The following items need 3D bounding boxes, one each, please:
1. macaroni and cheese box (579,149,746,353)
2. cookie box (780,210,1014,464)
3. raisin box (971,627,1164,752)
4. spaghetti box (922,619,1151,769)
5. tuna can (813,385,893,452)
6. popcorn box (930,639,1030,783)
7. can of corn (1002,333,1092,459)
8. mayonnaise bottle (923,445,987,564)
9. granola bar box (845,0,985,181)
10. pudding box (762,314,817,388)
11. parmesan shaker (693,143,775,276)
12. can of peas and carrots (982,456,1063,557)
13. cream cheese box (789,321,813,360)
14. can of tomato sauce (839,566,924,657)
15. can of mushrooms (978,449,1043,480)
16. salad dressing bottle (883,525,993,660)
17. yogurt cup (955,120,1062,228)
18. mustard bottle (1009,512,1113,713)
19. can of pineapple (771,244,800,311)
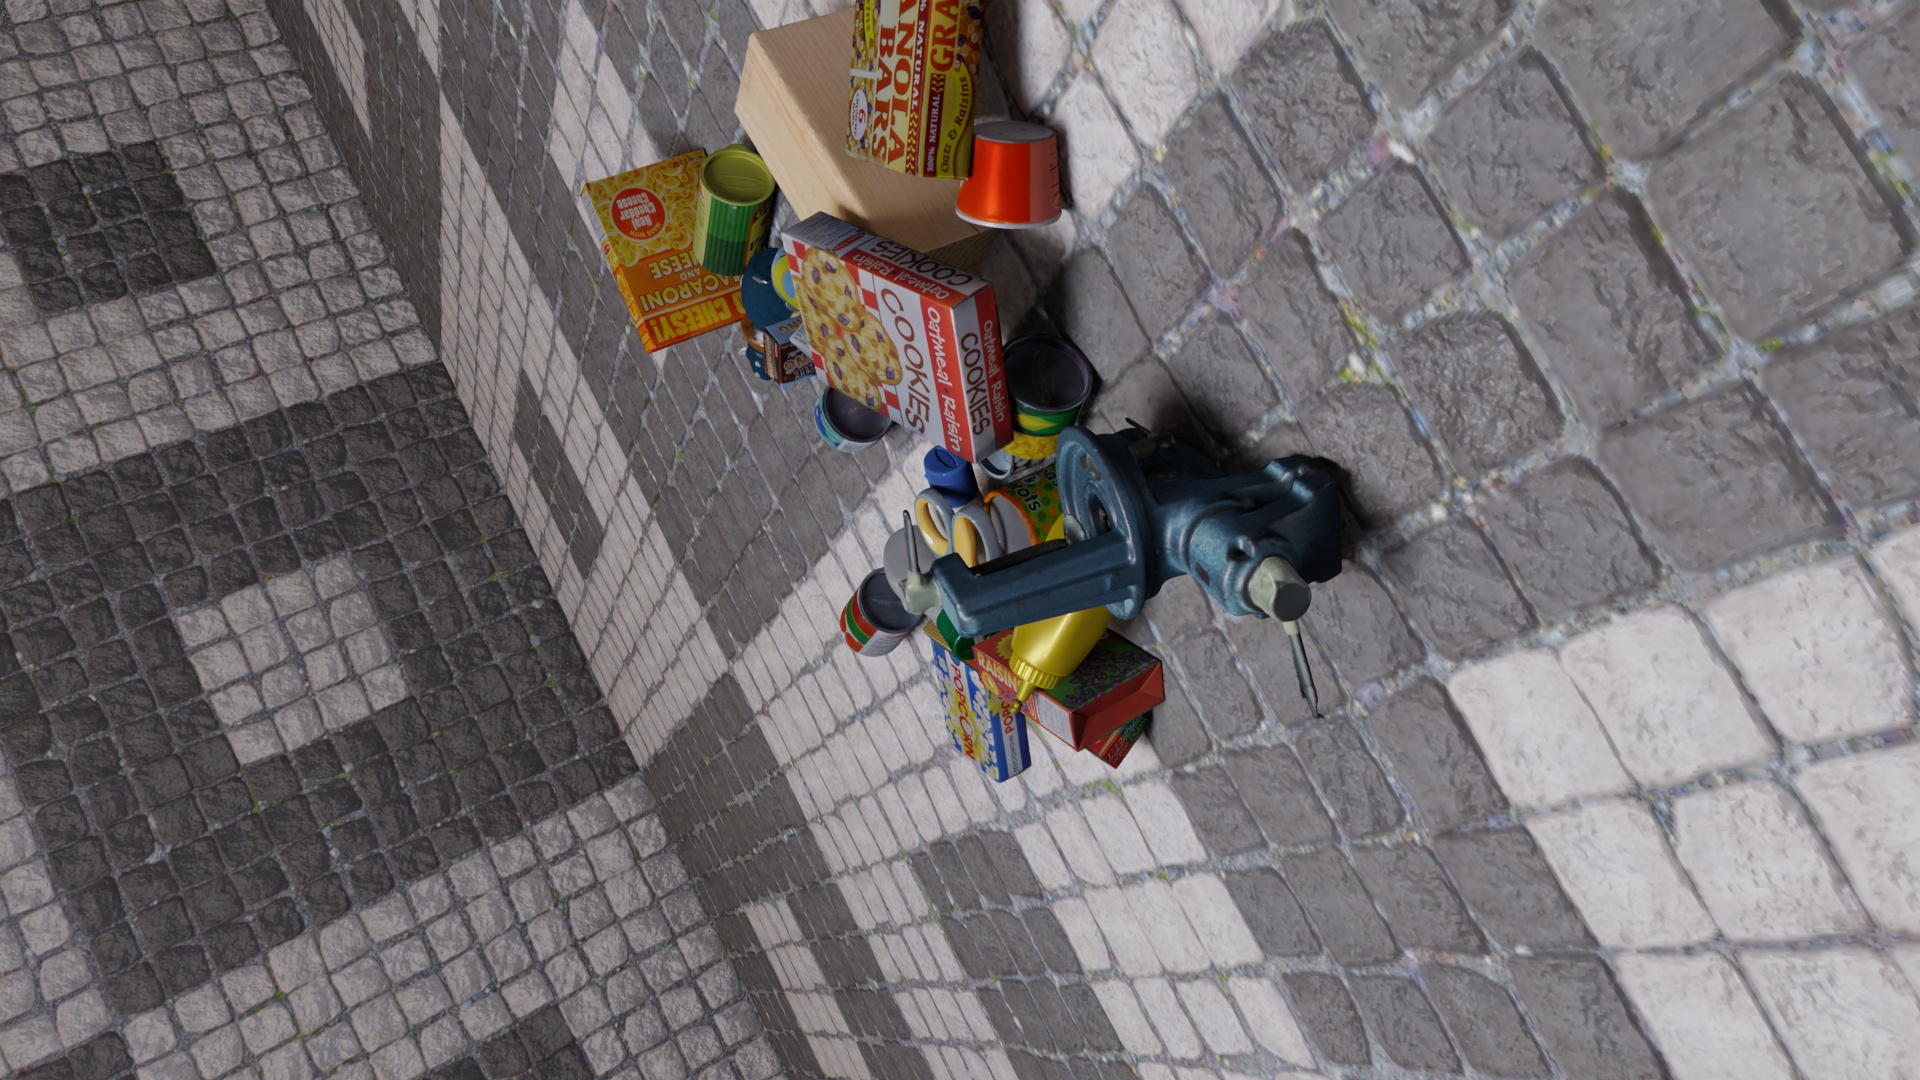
[{"bbox_3d":[-0.277,-0.280,1.347,0.040,0.124,0.166,-11,102,66],"label":"macaroni and cheese box"},{"bbox_3d":[-0.041,-0.137,0.926,0.168,0.040,0.122,30,145,37],"label":"cookie box"},{"bbox_3d":[0.079,0.099,1.038,0.123,0.086,0.040,30,139,50],"label":"raisin box"},{"bbox_3d":[0.056,0.107,1.125,0.028,0.050,0.250,42,173,-39],"label":"spaghetti box"},{"bbox_3d":[-0.094,-0.114,1.208,0.071,0.071,0.032,63,155,4],"label":"tuna can"},{"bbox_3d":[0.018,0.145,1.250,0.085,0.038,0.126,33,140,50],"label":"popcorn box"},{"bbox_3d":[0.048,-0.098,0.946,0.071,0.071,0.058,55,153,22],"label":"can of corn"},{"bbox_3d":[0.004,-0.014,1.101,0.065,0.041,0.147,47,162,40],"label":"mayonnaise bottle"},{"bbox_3d":[-0.029,-0.317,0.871,0.124,0.039,0.165,38,126,57],"label":"granola bar box"},{"bbox_3d":[-0.128,-0.170,1.204,0.030,0.084,0.049,47,149,33],"label":"pudding box"},{"bbox_3d":[-0.207,-0.300,1.269,0.071,0.071,0.102,57,154,17],"label":"parmesan shaker"},{"bbox_3d":[0.057,-0.018,1.011,0.071,0.059,0.070,42,146,38],"label":"can of peas and carrots"},{"bbox_3d":[-0.093,-0.145,1.141,0.104,0.024,0.053,34,178,46],"label":"cream cheese box"},{"bbox_3d":[-0.076,0.068,1.332,0.071,0.071,0.082,61,154,10],"label":"can of tomato sauce"},{"bbox_3d":[0.033,-0.082,1.031,0.071,0.033,0.070,44,147,39],"label":"can of mushrooms"},{"bbox_3d":[-0.019,0.044,1.184,0.148,0.064,0.043,54,168,47],"label":"salad dressing bottle"},{"bbox_3d":[0.031,-0.231,0.874,0.072,0.072,0.053,37,134,45],"label":"yogurt cup"},{"bbox_3d":[0.071,0.052,0.972,0.065,0.049,0.159,40,110,44],"label":"mustard bottle"},{"bbox_3d":[-0.115,-0.216,1.160,0.058,0.071,0.070,38,143,43],"label":"can of pineapple"}]
